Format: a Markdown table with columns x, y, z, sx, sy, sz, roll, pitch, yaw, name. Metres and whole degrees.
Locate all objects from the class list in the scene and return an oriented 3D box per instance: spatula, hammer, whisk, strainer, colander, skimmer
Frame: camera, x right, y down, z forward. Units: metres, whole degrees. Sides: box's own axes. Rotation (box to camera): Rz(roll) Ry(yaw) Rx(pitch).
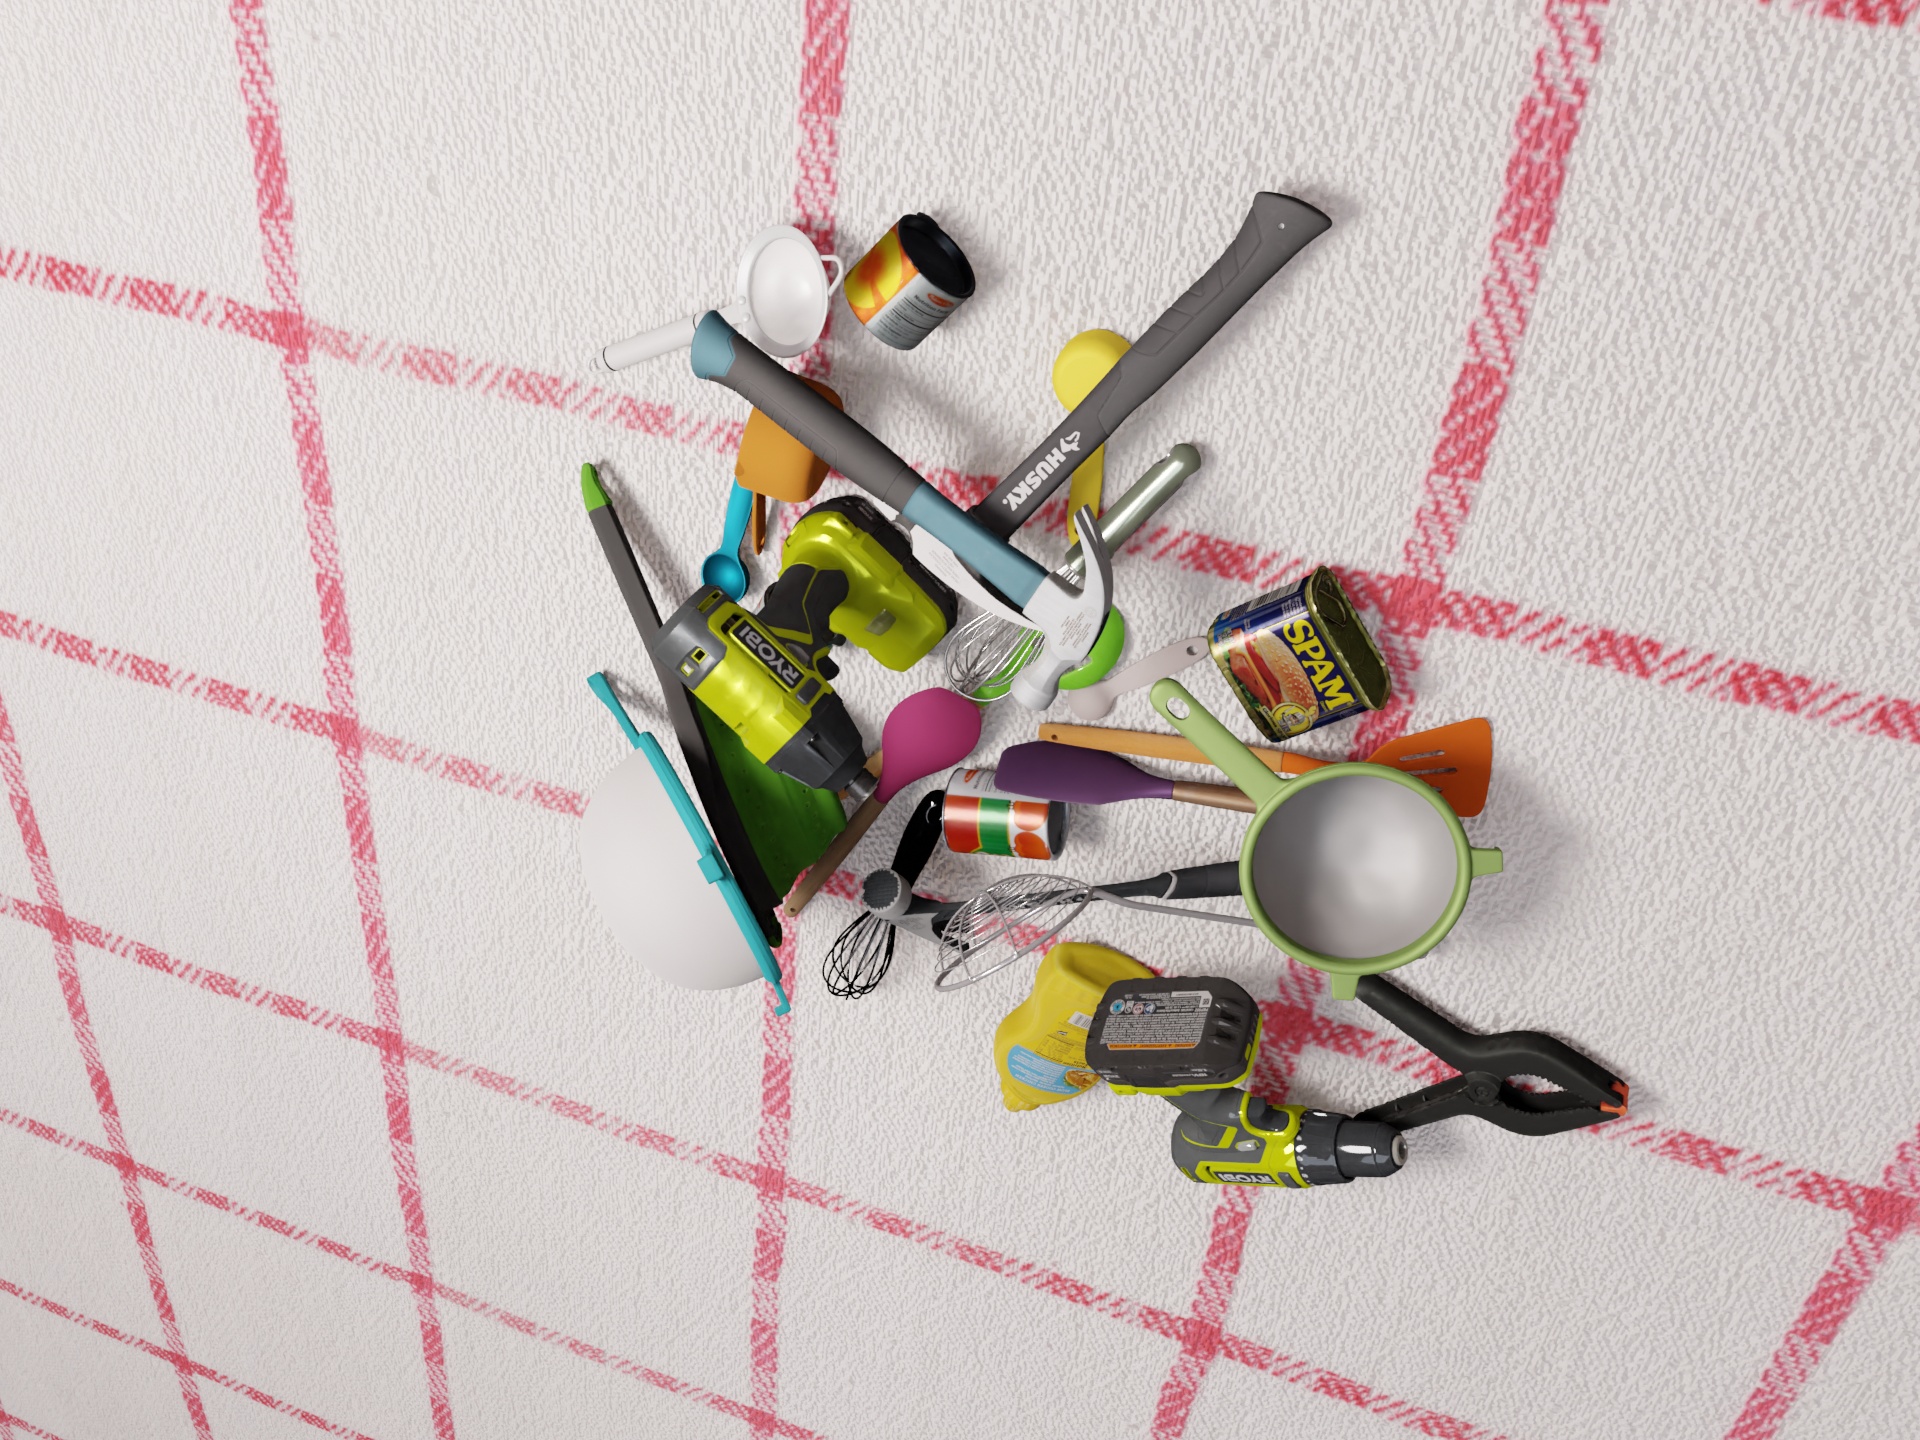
| x | y | z | sx | sy | sz | roll | pitch | yaw | name |
| --- | --- | --- | --- | --- | --- | --- | --- | --- | --- |
| 0.181 | 0.053 | 1.160 | 0.316 | 0.060 | 0.018 | 8 | 139 | 12 | spatula |
| -0.042 | -0.152 | 1.032 | 0.331 | 0.033 | 0.128 | 37 | 117 | 4 | hammer |
| 0.076 | -0.100 | 1.096 | 0.059 | 0.058 | 0.246 | 41 | 116 | -8 | whisk |
| -0.169 | -0.280 | 1.107 | 0.258 | 0.050 | 0.087 | -9 | 96 | 33 | strainer |
| 0.211 | 0.023 | 1.143 | 0.323 | 0.041 | 0.081 | 7 | 123 | 23 | spatula |
| 0.139 | 0.130 | 1.202 | 0.409 | 0.036 | 0.149 | -8 | 155 | 19 | hammer |
| -0.060 | 0.147 | 1.319 | 0.055 | 0.055 | 0.238 | 28 | 122 | 5 | whisk |
| -0.252 | 0.082 | 1.213 | 0.341 | 0.095 | 0.210 | 50 | 164 | 40 | strainer |
| 0.100 | -0.198 | 1.005 | 0.146 | 0.035 | 0.334 | 46 | 116 | -2 | hammer |
| 0.227 | 0.057 | 1.080 | 0.256 | 0.069 | 0.151 | 43 | 108 | -2 | strainer |
| -0.180 | -0.025 | 1.232 | 0.094 | 0.204 | 0.397 | -23 | 94 | -5 | colander |
| 0.163 | 0.168 | 1.134 | 0.363 | 0.127 | 0.090 | 9 | 82 | -12 | skimmer |

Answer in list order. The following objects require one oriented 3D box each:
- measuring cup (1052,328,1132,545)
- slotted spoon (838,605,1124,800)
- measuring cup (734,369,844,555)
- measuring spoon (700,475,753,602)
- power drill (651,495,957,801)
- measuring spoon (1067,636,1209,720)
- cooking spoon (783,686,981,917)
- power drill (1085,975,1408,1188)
| x | y | z | sx | sy | sz | roll | pitch | yaw | name |
| --- | --- | --- | --- | --- | --- | --- | --- | --- | --- |
| 0.084 | -0.182 | 1.064 | 0.062 | 0.029 | 0.156 | 14 | 122 | 15 | measuring cup |
| -0.002 | -0.004 | 1.213 | 0.313 | 0.031 | 0.070 | -33 | 97 | 36 | slotted spoon |
| -0.121 | -0.171 | 1.139 | 0.052 | 0.095 | 0.173 | 19 | 144 | 5 | measuring cup |
| -0.165 | -0.148 | 1.203 | 0.042 | 0.021 | 0.128 | 28 | 118 | 18 | measuring spoon |
| -0.093 | -0.051 | 1.098 | 0.171 | 0.223 | 0.080 | 44 | 126 | -7 | power drill |
| 0.127 | -0.030 | 1.146 | 0.124 | 0.018 | 0.034 | -27 | 107 | 34 | measuring spoon |
| -0.074 | 0.075 | 1.279 | 0.068 | 0.017 | 0.318 | 29 | 133 | -11 | cooking spoon |
| 0.218 | 0.290 | 1.225 | 0.190 | 0.080 | 0.228 | -10 | 135 | 38 | power drill |
